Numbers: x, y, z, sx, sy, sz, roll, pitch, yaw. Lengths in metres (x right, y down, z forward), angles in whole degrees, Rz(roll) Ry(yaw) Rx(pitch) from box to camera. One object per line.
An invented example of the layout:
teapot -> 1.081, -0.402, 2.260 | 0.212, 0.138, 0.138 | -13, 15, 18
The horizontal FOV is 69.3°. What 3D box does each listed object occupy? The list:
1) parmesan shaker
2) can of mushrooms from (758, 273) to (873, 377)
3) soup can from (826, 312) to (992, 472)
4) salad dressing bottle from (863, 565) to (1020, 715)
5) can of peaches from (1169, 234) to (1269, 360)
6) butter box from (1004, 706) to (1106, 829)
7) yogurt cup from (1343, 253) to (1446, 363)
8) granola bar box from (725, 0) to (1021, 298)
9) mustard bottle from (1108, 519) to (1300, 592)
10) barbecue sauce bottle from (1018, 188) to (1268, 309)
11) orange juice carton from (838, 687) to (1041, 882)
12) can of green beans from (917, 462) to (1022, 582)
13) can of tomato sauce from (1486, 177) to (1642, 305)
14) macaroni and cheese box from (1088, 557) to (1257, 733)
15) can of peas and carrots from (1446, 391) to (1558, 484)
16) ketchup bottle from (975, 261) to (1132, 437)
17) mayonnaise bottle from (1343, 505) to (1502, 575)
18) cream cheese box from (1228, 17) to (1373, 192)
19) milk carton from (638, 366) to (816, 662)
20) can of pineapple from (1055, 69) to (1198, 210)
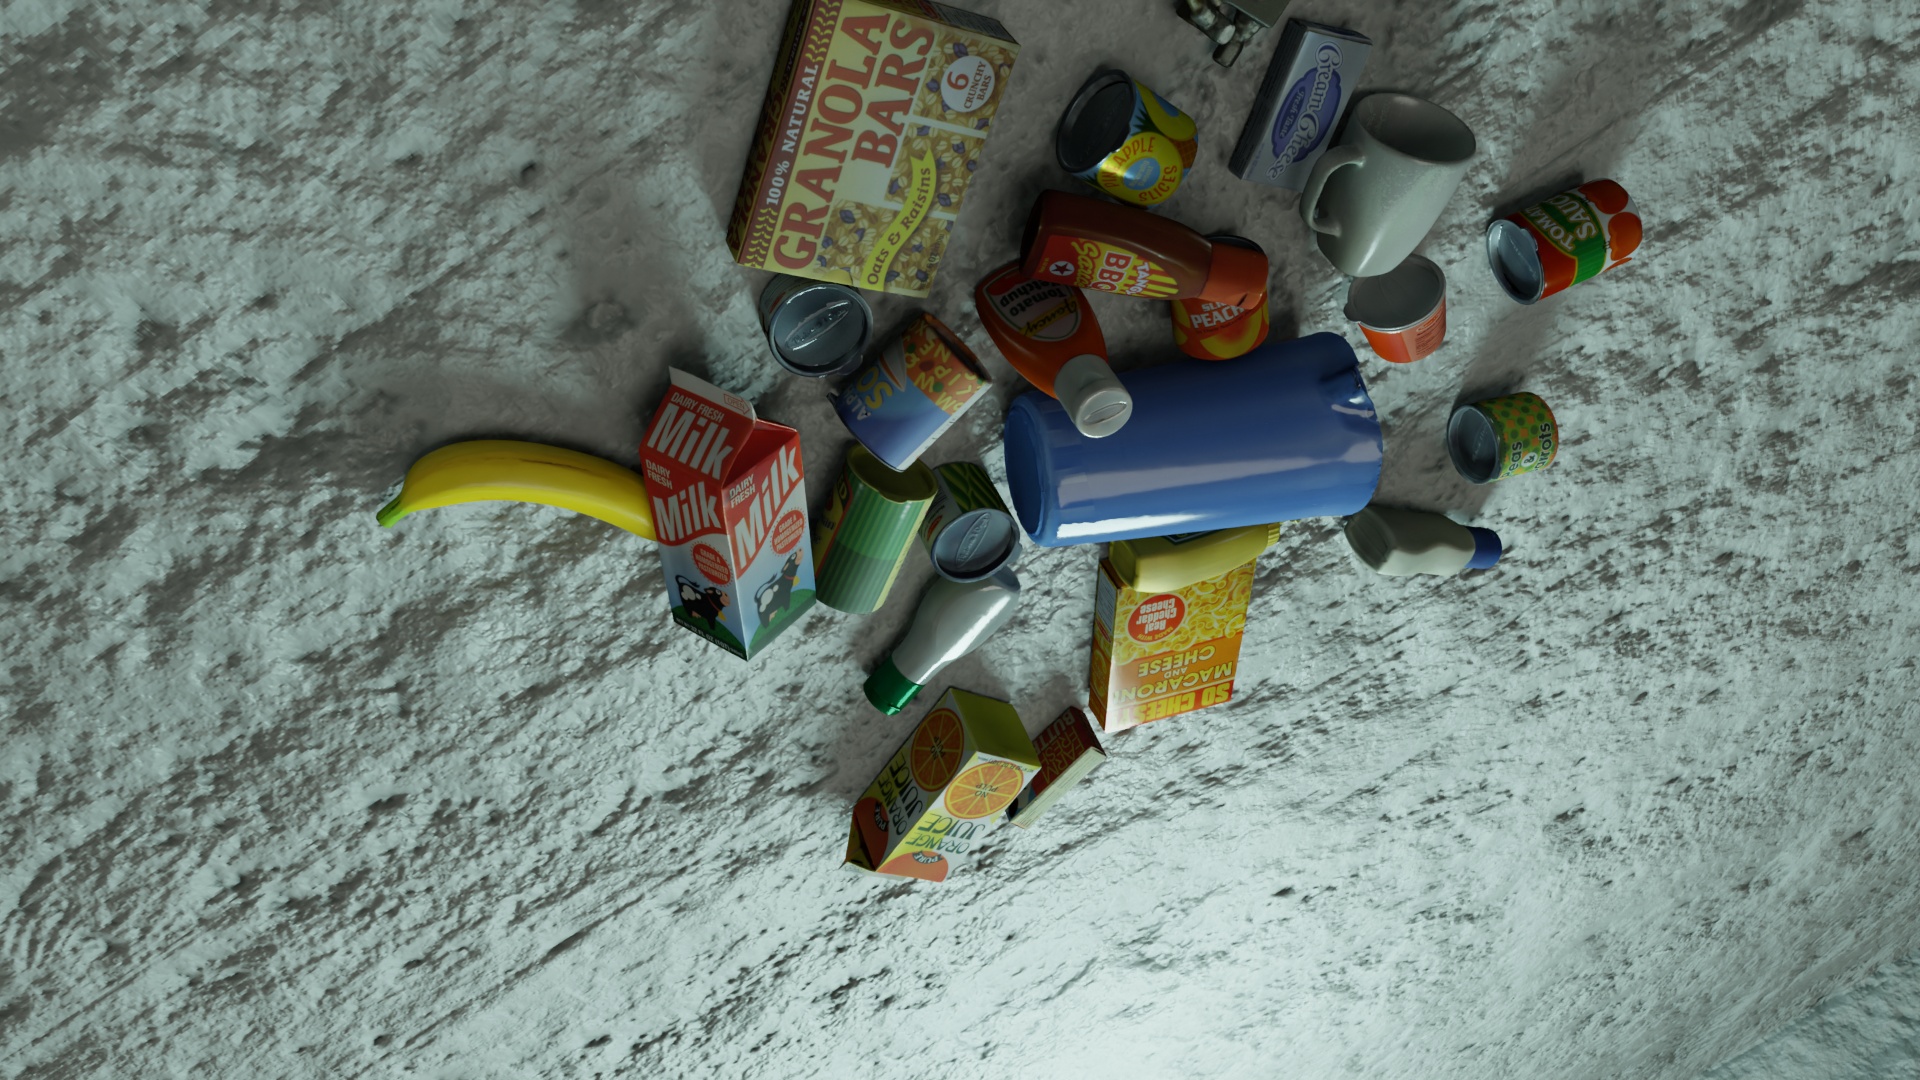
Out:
parmesan shaker -> -0.065, -0.006, 0.957 | 0.071, 0.071, 0.102 | 8, 124, -29
can of mushrooms -> -0.089, -0.136, 0.864 | 0.071, 0.033, 0.070 | -13, 131, -15
soup can -> -0.033, -0.098, 0.900 | 0.083, 0.071, 0.071 | -43, 132, 14
salad dressing bottle -> -0.017, 0.074, 1.066 | 0.064, 0.044, 0.147 | 26, 115, -39
can of peaches -> 0.173, -0.162, 0.933 | 0.071, 0.071, 0.057 | -21, 134, -6
butter box -> 0.077, 0.197, 1.205 | 0.024, 0.053, 0.103 | 32, 110, -37
yogurt cup -> 0.318, -0.165, 1.001 | 0.072, 0.072, 0.053 | -34, 141, 6
granola bar box -> -0.053, -0.227, 0.799 | 0.124, 0.039, 0.164 | 5, 125, -27
mustard bottle -> 0.196, -0.004, 1.083 | 0.161, 0.065, 0.048 | -15, 130, -19
barbecue sauce bottle -> 0.114, -0.176, 0.859 | 0.149, 0.044, 0.064 | 10, 157, -9
orange juice carton -> -0.024, 0.221, 1.166 | 0.072, 0.073, 0.192 | 20, 118, -36
can of green beans -> 0.002, -0.013, 0.990 | 0.071, 0.058, 0.071 | -12, 131, -14
can of tomato sauce -> 0.437, -0.218, 1.005 | 0.083, 0.071, 0.071 | -23, 133, -5
macaroni and cheese box -> 0.173, 0.077, 1.155 | 0.124, 0.040, 0.165 | -12, 131, -15
can of peas and carrots -> 0.437, -0.082, 1.117 | 0.059, 0.071, 0.070 | -13, 132, -14
ketchup bottle -> 0.061, -0.120, 0.864 | 0.065, 0.149, 0.043 | -23, 135, -4
mayonnaise bottle -> 0.398, 0.003, 1.179 | 0.148, 0.065, 0.041 | 4, 129, -31
cream cheese box -> 0.216, -0.276, 0.887 | 0.053, 0.024, 0.103 | 2, 127, -26
milk carton -> -0.148, -0.022, 0.889 | 0.074, 0.072, 0.189 | -42, 145, -38
can of pineapple -> 0.101, -0.239, 0.836 | 0.058, 0.071, 0.070 | 20, 118, -35
